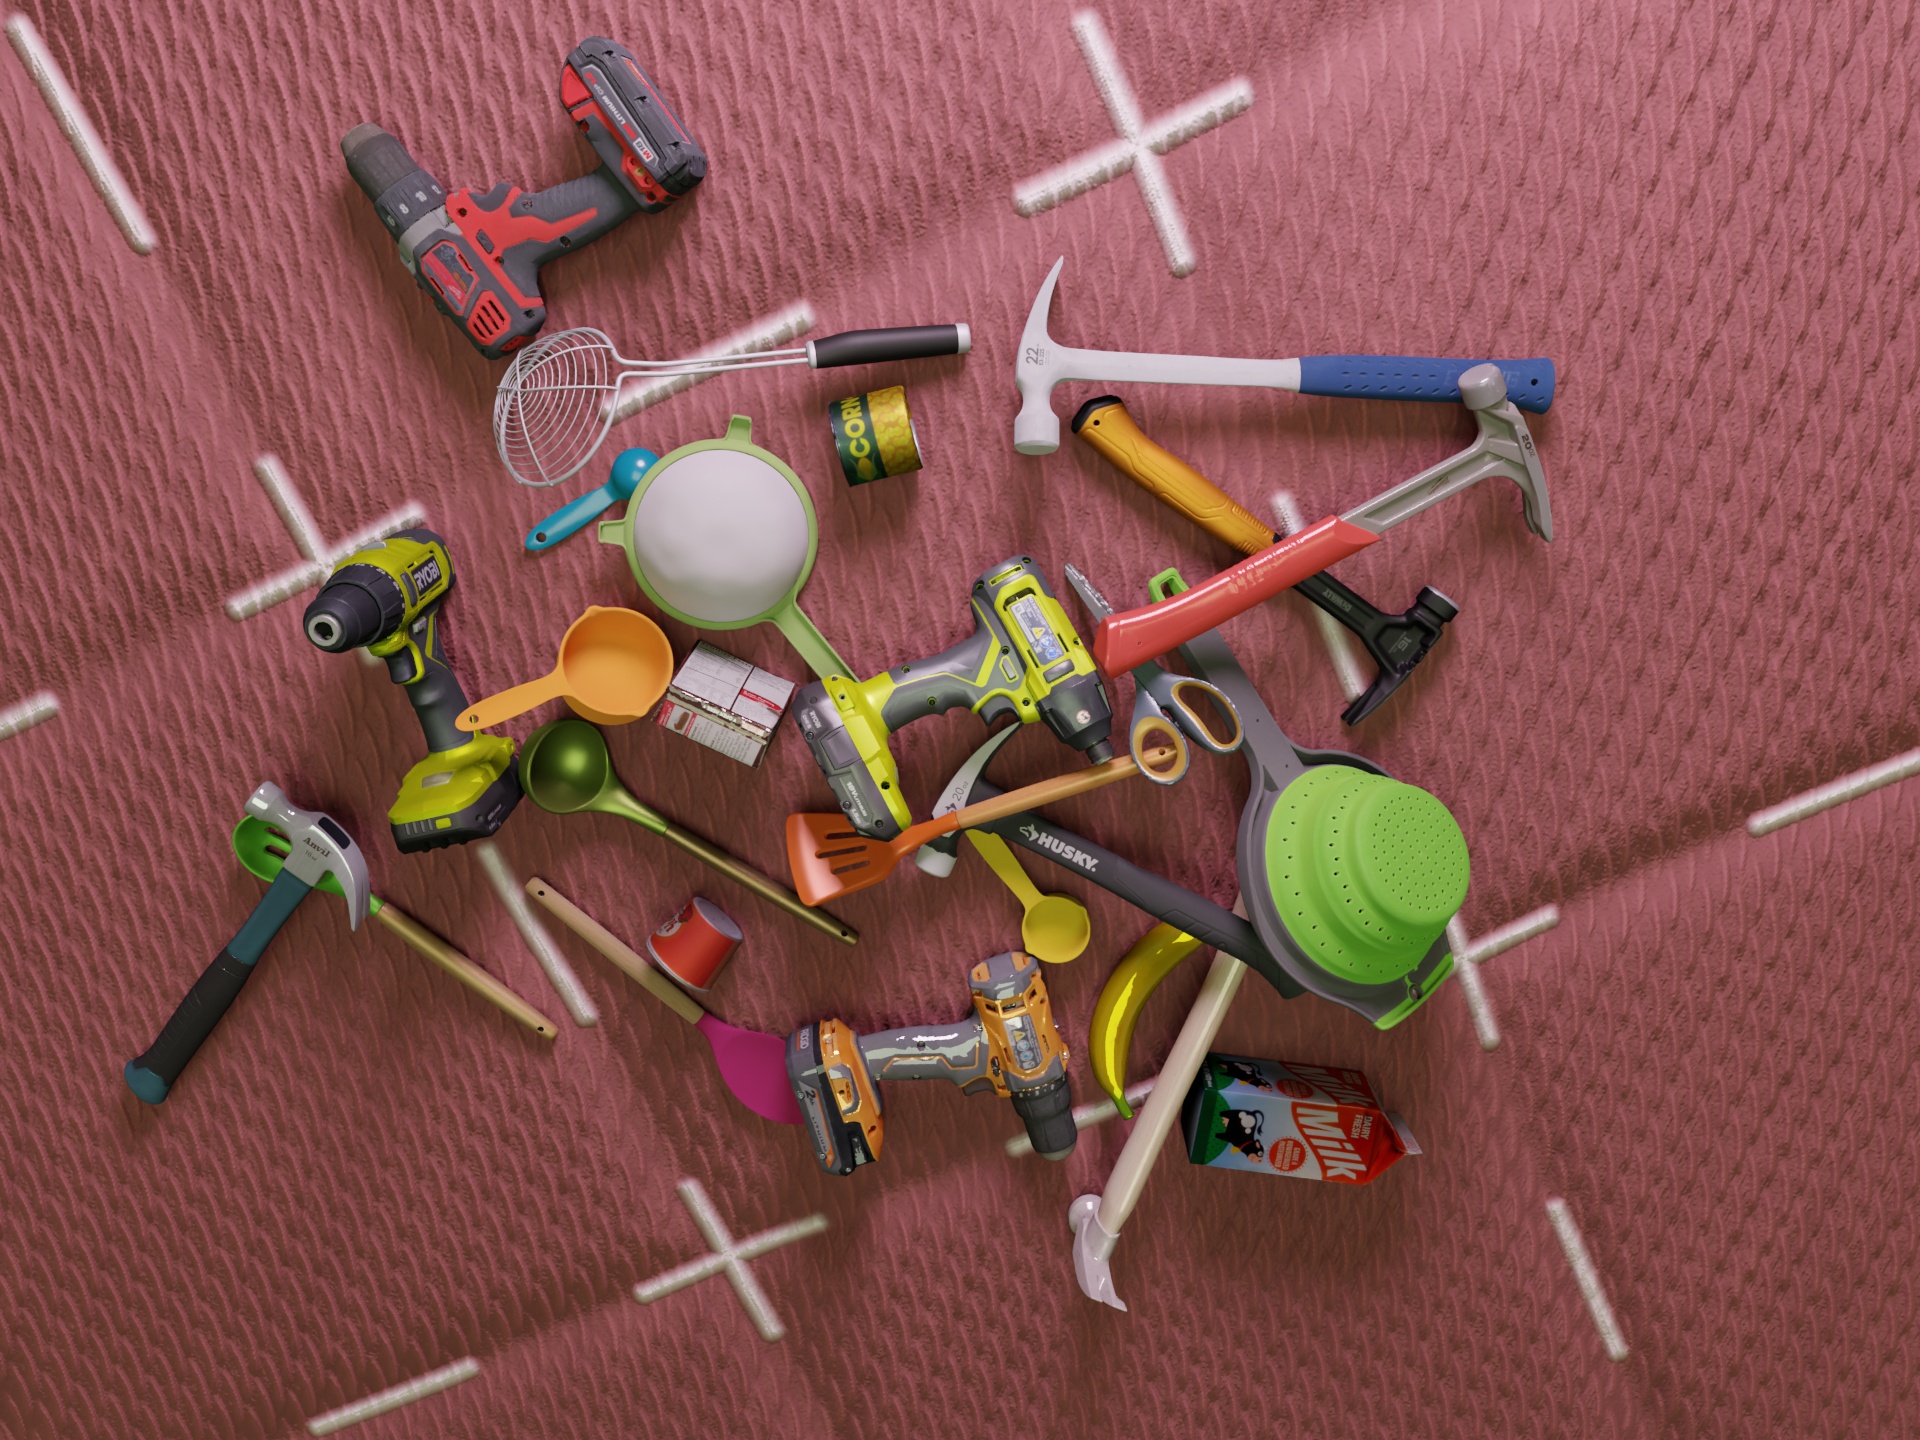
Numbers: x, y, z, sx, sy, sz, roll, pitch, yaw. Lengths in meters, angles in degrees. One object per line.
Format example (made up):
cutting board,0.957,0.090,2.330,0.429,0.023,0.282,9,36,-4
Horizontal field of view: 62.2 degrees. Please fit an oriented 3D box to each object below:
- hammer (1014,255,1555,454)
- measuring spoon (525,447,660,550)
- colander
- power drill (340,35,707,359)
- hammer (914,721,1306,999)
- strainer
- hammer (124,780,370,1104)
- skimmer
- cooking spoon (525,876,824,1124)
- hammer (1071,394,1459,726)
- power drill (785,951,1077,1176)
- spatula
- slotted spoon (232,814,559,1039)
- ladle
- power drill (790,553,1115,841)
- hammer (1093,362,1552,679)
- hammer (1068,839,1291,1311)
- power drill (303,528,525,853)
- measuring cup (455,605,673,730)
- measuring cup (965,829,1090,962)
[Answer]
hammer,0.243,-0.266,1.196,0.405,0.035,0.144,2,86,-4
measuring spoon,-0.290,-0.169,1.247,0.128,0.021,0.042,-31,103,7
colander,0.278,0.043,1.225,0.204,0.094,0.397,-32,89,-32
power drill,-0.321,-0.400,1.159,0.226,0.080,0.187,-34,102,12
hammer,0.138,0.124,1.273,0.335,0.035,0.146,27,100,10
strainer,-0.152,-0.098,1.235,0.151,0.069,0.256,-38,106,3
hammer,-0.607,0.203,1.328,0.128,0.033,0.331,38,109,-11
skimmer,-0.174,-0.254,1.210,0.363,0.090,0.127,-8,66,-9
cooking spoon,-0.243,0.238,1.361,0.318,0.017,0.069,41,94,-10
hammer,0.223,-0.136,1.245,0.336,0.034,0.127,35,102,-8
power drill,-0.016,0.312,1.348,0.226,0.084,0.185,-18,105,-1
spatula,0.019,0.069,1.256,0.322,0.041,0.081,-19,66,12
slotted spoon,-0.470,0.176,1.343,0.313,0.031,0.070,39,102,-11
ladle,-0.217,0.102,1.305,0.320,0.062,0.078,32,74,-11
power drill,-0.002,-0.004,1.230,0.223,0.080,0.171,-28,83,-2
hammer,0.268,-0.120,1.200,0.359,0.037,0.149,-28,116,2
hammer,0.188,0.284,1.317,0.038,0.146,0.410,22,100,-6
power drill,-0.416,-0.020,1.206,0.080,0.191,0.228,-12,109,6
measuring cup,-0.309,-0.024,1.237,0.173,0.052,0.095,-25,85,-22
measuring cup,0.051,0.133,1.331,0.062,0.029,0.156,-38,90,12
